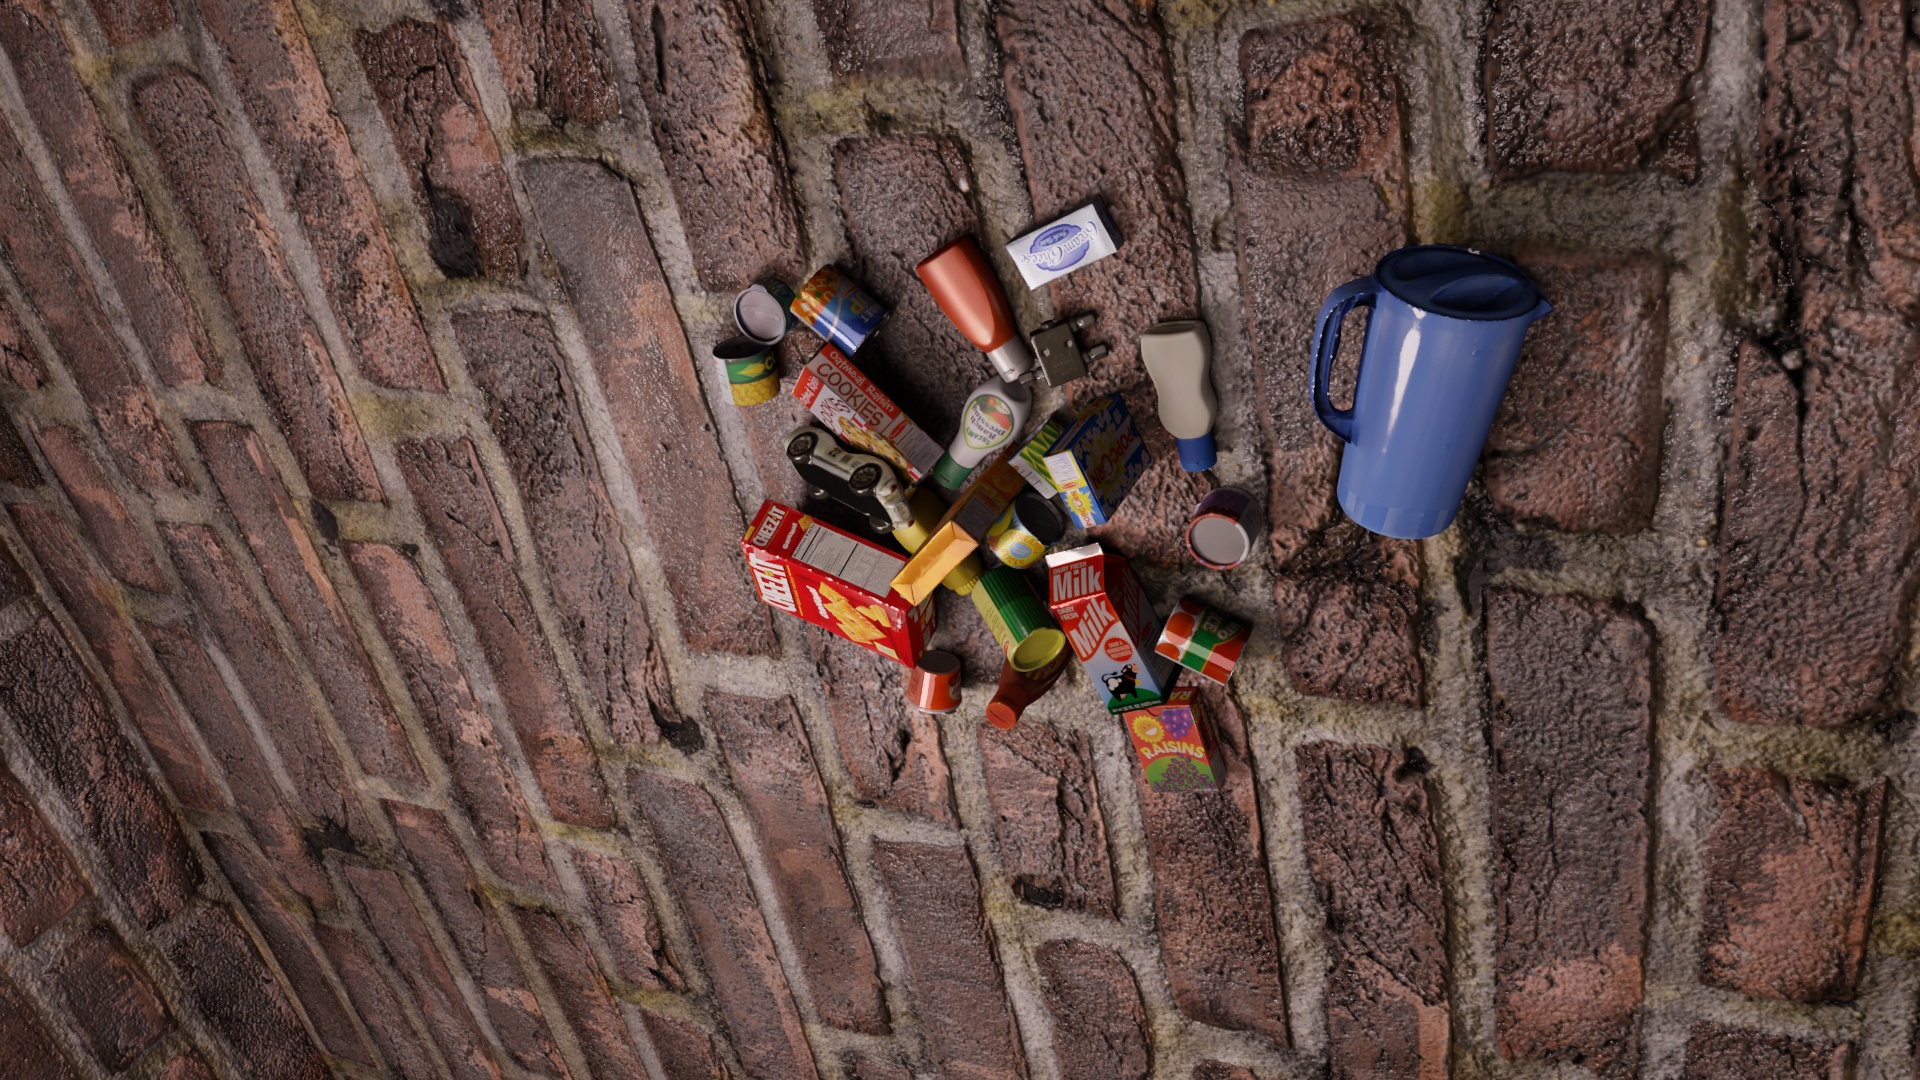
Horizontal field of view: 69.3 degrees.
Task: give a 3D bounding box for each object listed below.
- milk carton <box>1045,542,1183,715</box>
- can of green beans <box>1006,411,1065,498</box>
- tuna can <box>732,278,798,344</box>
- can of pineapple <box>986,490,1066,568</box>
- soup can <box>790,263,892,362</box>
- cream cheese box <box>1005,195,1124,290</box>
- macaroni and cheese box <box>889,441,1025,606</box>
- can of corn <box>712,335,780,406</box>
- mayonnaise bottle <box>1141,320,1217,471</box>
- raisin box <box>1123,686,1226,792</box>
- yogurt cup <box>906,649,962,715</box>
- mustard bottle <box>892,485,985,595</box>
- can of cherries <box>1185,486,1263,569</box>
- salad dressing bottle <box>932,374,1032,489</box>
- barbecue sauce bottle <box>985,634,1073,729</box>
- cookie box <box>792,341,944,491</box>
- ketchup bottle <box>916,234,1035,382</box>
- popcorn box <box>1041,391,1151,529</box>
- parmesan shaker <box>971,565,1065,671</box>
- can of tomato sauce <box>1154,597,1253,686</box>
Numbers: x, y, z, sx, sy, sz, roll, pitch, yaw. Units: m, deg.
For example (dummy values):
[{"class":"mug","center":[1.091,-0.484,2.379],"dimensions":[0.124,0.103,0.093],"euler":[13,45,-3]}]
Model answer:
[{"class":"milk carton","center":[0.162,0.089,1.506],"dimensions":[0.072,0.074,0.190],"euler":[-17,111,35]},{"class":"can of green beans","center":[0.091,-0.086,1.432],"dimensions":[0.058,0.071,0.071],"euler":[43,130,-5]},{"class":"tuna can","center":[-0.210,-0.250,1.503],"dimensions":[0.071,0.033,0.070],"euler":[14,126,19]},{"class":"can of pineapple","center":[0.070,-0.010,1.492],"dimensions":[0.071,0.071,0.057],"euler":[42,131,-3]},{"class":"soup can","center":[-0.123,-0.239,1.444],"dimensions":[0.084,0.072,0.071],"euler":[40,130,-1]},{"class":"cream cheese box","center":[0.100,-0.283,1.325],"dimensions":[0.103,0.024,0.053],"euler":[-19,112,36]},{"class":"macaroni and cheese box","center":[0.005,-0.018,1.456],"dimensions":[0.040,0.167,0.123],"euler":[42,131,-4]},{"class":"can of corn","center":[-0.233,-0.189,1.537],"dimensions":[0.071,0.071,0.058],"euler":[7,124,24]},{"class":"mayonnaise bottle","center":[0.219,-0.139,1.347],"dimensions":[0.065,0.041,0.147],"euler":[0,122,29]},{"class":"raisin box","center":[0.243,0.228,1.578],"dimensions":[0.086,0.040,0.123],"euler":[-6,117,32]},{"class":"yogurt cup","center":[-0.029,0.167,1.667],"dimensions":[0.072,0.073,0.053],"euler":[16,119,18]},{"class":"mustard bottle","center":[-0.016,0.014,1.559],"dimensions":[0.048,0.066,0.160],"euler":[-23,113,40]},{"class":"can of cherries","center":[0.263,-0.012,1.396],"dimensions":[0.071,0.059,0.071],"euler":[13,126,19]},{"class":"salad dressing bottle","center":[0.020,-0.112,1.466],"dimensions":[0.064,0.044,0.147],"euler":[39,130,1]},{"class":"barbecue sauce bottle","center":[0.073,0.151,1.544],"dimensions":[0.065,0.149,0.043],"euler":[34,131,4]},{"class":"cookie box","center":[-0.101,-0.129,1.485],"dimensions":[0.167,0.040,0.122],"euler":[43,165,-4]},{"class":"ketchup bottle","center":[0.020,-0.228,1.390],"dimensions":[0.064,0.044,0.148],"euler":[-23,108,37]},{"class":"popcorn box","center":[0.136,-0.080,1.373],"dimensions":[0.038,0.127,0.085],"euler":[-14,113,37]},{"class":"parmesan shaker","center":[0.063,0.082,1.527],"dimensions":[0.103,0.071,0.071],"euler":[58,142,38]},{"class":"can of tomato sauce","center":[0.258,0.105,1.472],"dimensions":[0.083,0.071,0.070],"euler":[26,129,11]}]
